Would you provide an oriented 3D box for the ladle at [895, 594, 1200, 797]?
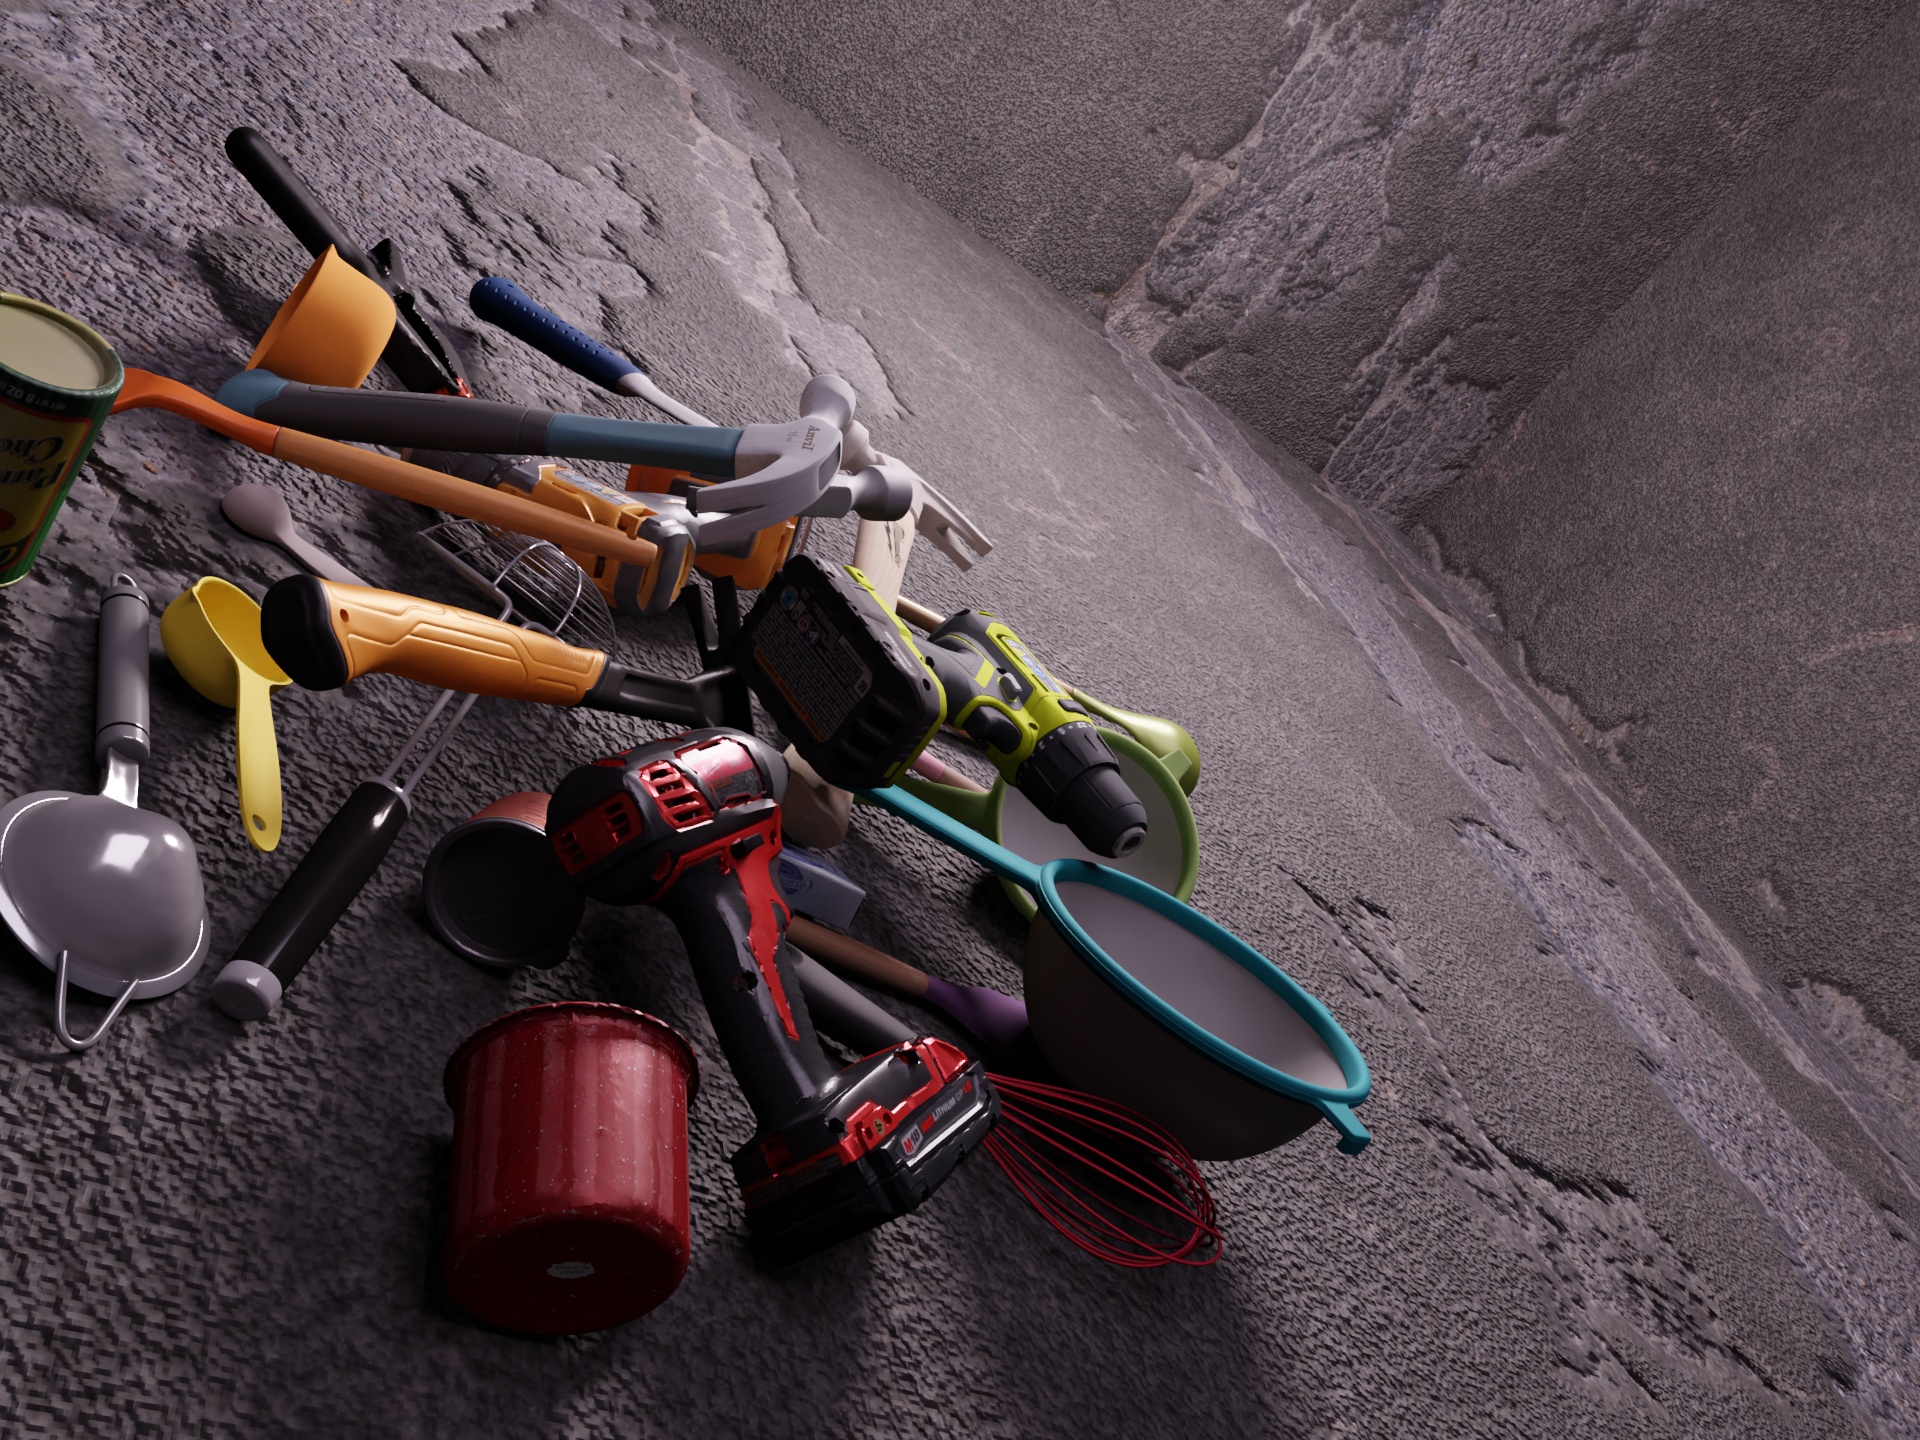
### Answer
[{"bbox_3d":[0.059,-0.023,1.287,0.320,0.062,0.078,27,26,-13],"label":"ladle"}]

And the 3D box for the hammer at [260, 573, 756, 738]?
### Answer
[{"bbox_3d":[-0.189,-0.030,0.739,0.336,0.034,0.127,14,66,-69],"label":"hammer"}]

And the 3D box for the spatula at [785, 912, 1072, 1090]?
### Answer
[{"bbox_3d":[-0.041,0.135,0.848,0.315,0.018,0.060,29,26,-27],"label":"spatula"}]

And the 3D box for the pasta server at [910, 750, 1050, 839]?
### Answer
[{"bbox_3d":[0.011,0.045,1.073,0.316,0.040,0.060,34,32,-18],"label":"pasta server"}]

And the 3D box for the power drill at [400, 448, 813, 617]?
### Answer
[{"bbox_3d":[-0.212,-0.134,0.981,0.185,0.084,0.226,25,20,16],"label":"power drill"}]

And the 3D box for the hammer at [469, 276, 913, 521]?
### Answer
[{"bbox_3d":[-0.211,-0.215,1.029,0.144,0.035,0.406,-7,31,-45],"label":"hammer"}]

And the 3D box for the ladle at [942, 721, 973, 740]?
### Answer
[{"bbox_3d":[0.010,0.004,1.163,0.315,0.031,0.069,26,33,-35],"label":"ladle"}]

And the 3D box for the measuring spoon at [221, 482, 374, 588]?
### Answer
[{"bbox_3d":[-0.319,-0.082,0.812,0.124,0.018,0.034,38,22,-8],"label":"measuring spoon"}]

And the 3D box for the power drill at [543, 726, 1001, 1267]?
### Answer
[{"bbox_3d":[-0.078,0.104,0.686,0.220,0.078,0.143,61,25,3],"label":"power drill"}]

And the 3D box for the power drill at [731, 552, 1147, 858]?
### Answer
[{"bbox_3d":[-0.001,-0.003,0.905,0.228,0.080,0.191,15,29,-51],"label":"power drill"}]

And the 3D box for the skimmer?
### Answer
[{"bbox_3d":[-0.250,0.015,0.729,0.127,0.090,0.364,41,31,-18],"label":"skimmer"}]

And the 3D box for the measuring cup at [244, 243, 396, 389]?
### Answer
[{"bbox_3d":[-0.377,-0.230,0.942,0.052,0.095,0.174,34,4,-29],"label":"measuring cup"}]

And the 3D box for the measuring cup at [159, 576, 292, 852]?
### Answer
[{"bbox_3d":[-0.302,0.002,0.656,0.062,0.029,0.157,51,9,-49],"label":"measuring cup"}]

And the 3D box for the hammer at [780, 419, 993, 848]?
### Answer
[{"bbox_3d":[-0.054,-0.055,1.042,0.146,0.038,0.411,39,31,-21],"label":"hammer"}]

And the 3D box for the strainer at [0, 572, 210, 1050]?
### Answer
[{"bbox_3d":[-0.320,0.014,0.608,0.086,0.050,0.259,41,13,-44],"label":"strainer"}]

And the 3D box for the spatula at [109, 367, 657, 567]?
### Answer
[{"bbox_3d":[-0.307,-0.119,0.770,0.322,0.041,0.081,16,27,-19],"label":"spatula"}]

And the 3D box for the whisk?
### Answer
[{"bbox_3d":[0.004,0.184,0.784,0.296,0.073,0.073,32,23,-2],"label":"whisk"}]

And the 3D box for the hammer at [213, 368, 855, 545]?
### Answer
[{"bbox_3d":[-0.229,-0.154,0.845,0.331,0.033,0.128,6,43,4],"label":"hammer"}]

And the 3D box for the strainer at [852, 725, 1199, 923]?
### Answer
[{"bbox_3d":[0.027,0.072,1.025,0.256,0.069,0.152,14,66,-17],"label":"strainer"}]

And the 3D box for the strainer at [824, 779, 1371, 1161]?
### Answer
[{"bbox_3d":[0.056,0.140,0.875,0.340,0.095,0.211,30,12,1],"label":"strainer"}]
